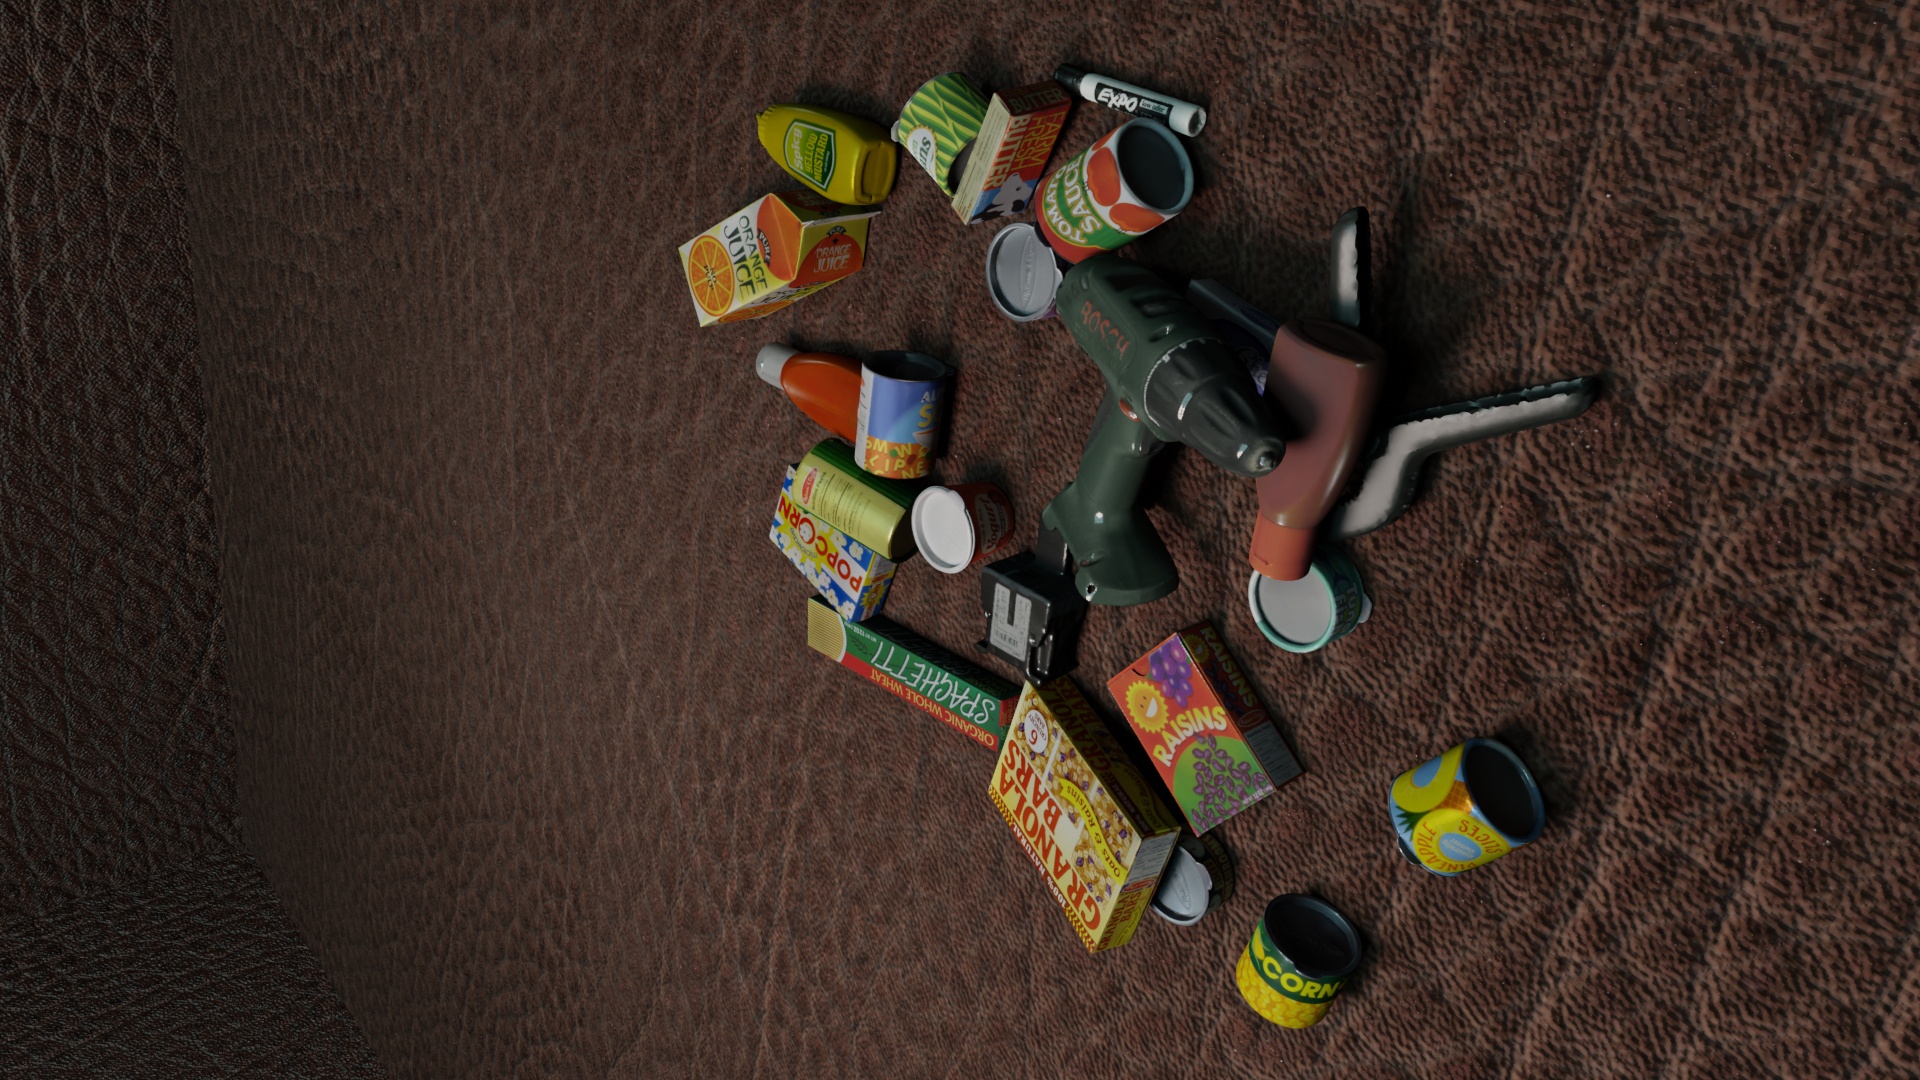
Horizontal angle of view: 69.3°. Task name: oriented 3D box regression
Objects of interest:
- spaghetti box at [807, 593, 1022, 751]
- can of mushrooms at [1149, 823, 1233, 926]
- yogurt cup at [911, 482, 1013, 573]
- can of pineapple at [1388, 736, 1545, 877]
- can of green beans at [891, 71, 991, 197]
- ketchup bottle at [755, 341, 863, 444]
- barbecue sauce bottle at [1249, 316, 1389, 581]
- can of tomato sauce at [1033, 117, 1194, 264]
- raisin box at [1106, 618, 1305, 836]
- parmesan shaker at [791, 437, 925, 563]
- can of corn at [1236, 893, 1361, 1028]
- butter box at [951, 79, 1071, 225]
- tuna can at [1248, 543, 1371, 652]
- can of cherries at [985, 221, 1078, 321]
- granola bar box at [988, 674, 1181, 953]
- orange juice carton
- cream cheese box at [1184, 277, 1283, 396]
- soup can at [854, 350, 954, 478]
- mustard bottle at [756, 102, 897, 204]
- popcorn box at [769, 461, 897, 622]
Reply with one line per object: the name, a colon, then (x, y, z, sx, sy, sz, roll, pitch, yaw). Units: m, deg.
spaghetti box: (-0.043, 0.107, 1.181, 0.250, 0.029, 0.050, 24, 120, 41)
can of mushrooms: (0.162, 0.239, 0.997, 0.071, 0.033, 0.070, 18, 115, 44)
yogurt cup: (0.004, -0.013, 1.069, 0.072, 0.054, 0.072, 19, 116, 43)
can of pineapple: (0.291, 0.155, 0.800, 0.057, 0.071, 0.071, -45, 70, 45)
can of green beans: (-0.002, -0.284, 0.975, 0.058, 0.071, 0.071, 52, 135, 21)
ketchup bottle: (-0.115, -0.130, 1.169, 0.149, 0.044, 0.064, 28, 123, 39)
barbecue sauce bottle: (0.195, -0.047, 0.785, 0.065, 0.044, 0.147, 40, 135, 42)
can of tomato sauce: (0.095, -0.220, 0.881, 0.083, 0.071, 0.071, -21, 87, 54)
raisin box: (0.165, 0.128, 0.952, 0.085, 0.040, 0.123, -46, 68, 46)
parmesan shaker: (-0.078, -0.030, 1.131, 0.103, 0.071, 0.071, 30, 125, 24)
can of corn: (0.222, 0.279, 0.917, 0.071, 0.071, 0.058, 40, 130, 32)
butter box: (0.033, -0.261, 0.941, 0.024, 0.053, 0.103, 56, 147, 20)
tuna can: (0.217, 0.036, 0.868, 0.071, 0.033, 0.070, 19, 116, 43)
can of cherries: (0.062, -0.184, 0.946, 0.071, 0.058, 0.071, 17, 114, 43)
granola bar box: (0.088, 0.200, 1.031, 0.166, 0.039, 0.123, 53, 138, 43)
orange juice carton: (-0.148, -0.239, 1.147, 0.192, 0.072, 0.073, -12, 95, 49)
cream cheese box: (0.177, -0.116, 0.867, 0.104, 0.024, 0.053, 42, 130, 30)
soup can: (-0.044, -0.098, 1.087, 0.071, 0.071, 0.083, 30, 125, 38)
mustard bottle: (-0.117, -0.315, 1.104, 0.160, 0.049, 0.065, 32, 122, 37)
popcorn box: (-0.109, -0.001, 1.209, 0.127, 0.038, 0.084, 44, 132, 29)
